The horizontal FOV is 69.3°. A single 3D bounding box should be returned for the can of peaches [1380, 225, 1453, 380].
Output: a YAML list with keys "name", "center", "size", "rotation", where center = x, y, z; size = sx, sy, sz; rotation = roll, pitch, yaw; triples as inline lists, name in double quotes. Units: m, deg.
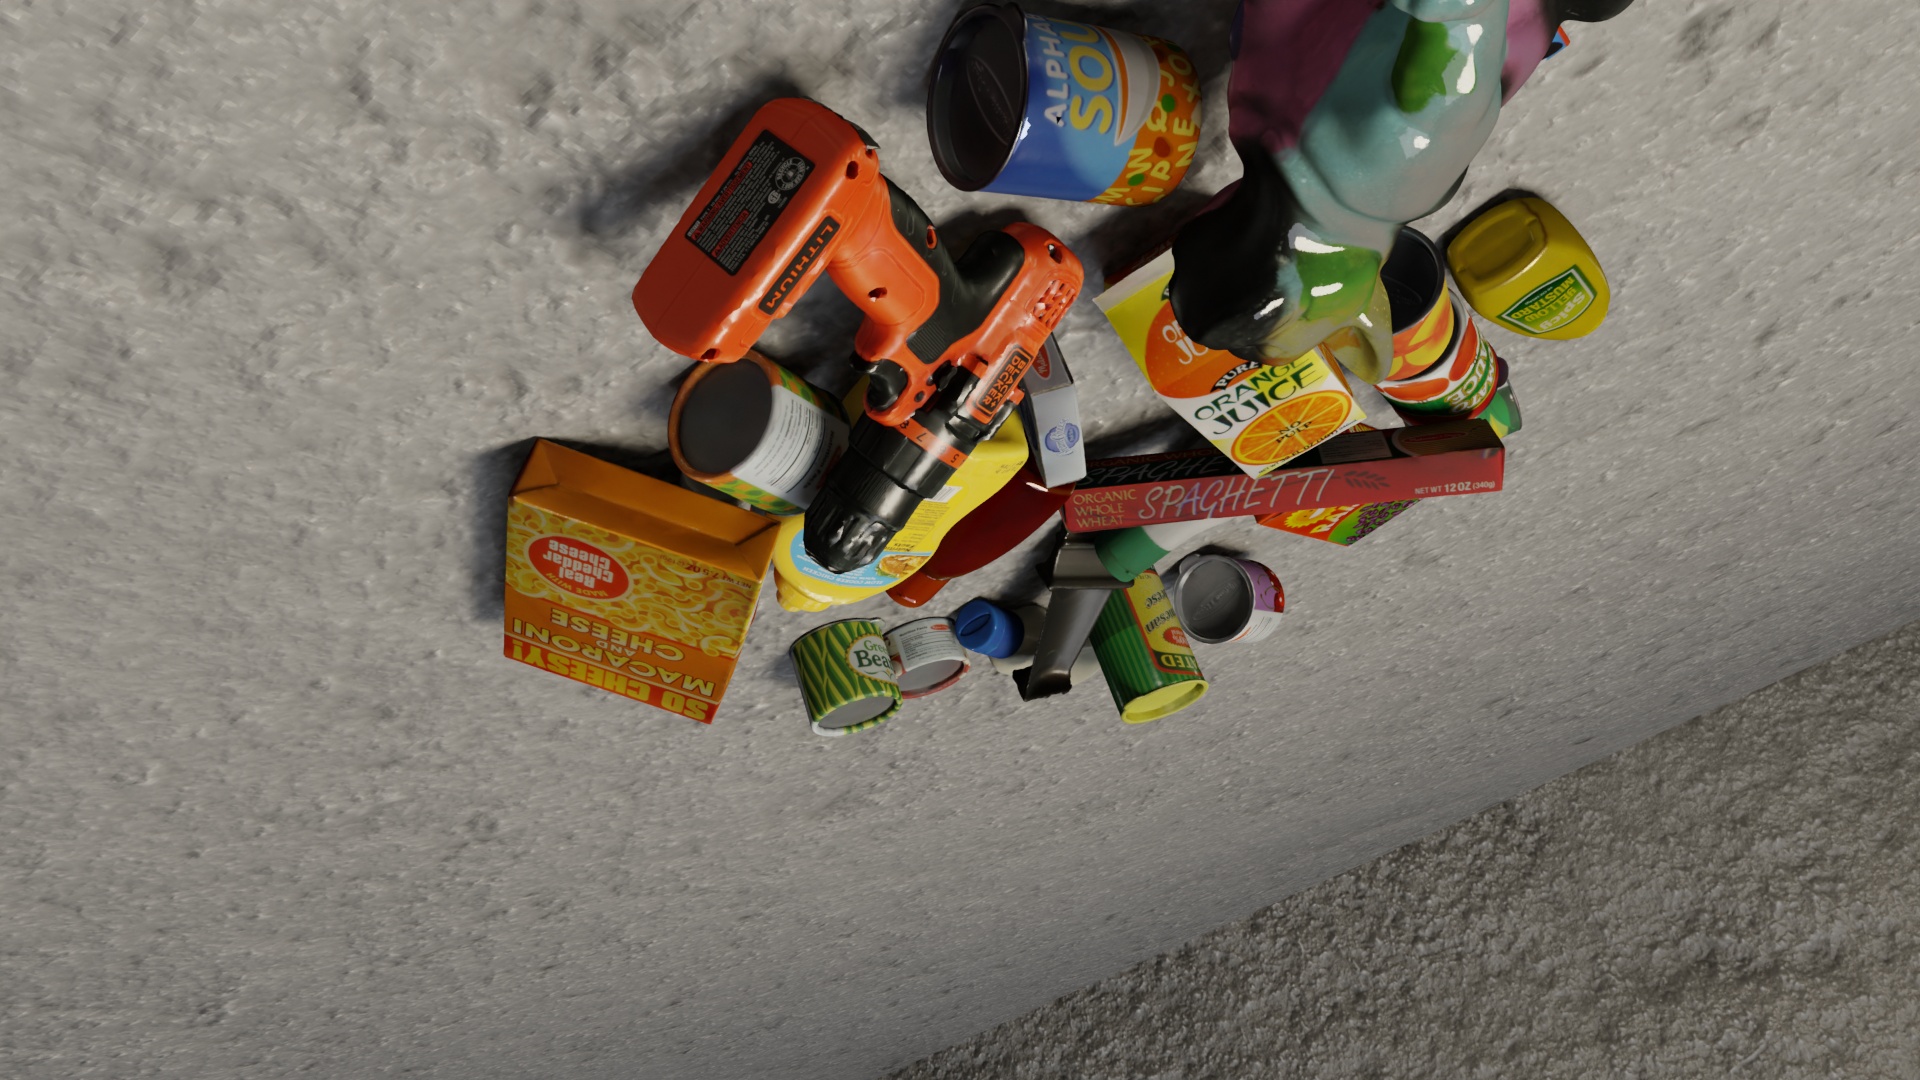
- name: "can of peaches"
  center: [0.223, -0.123, 0.734]
  size: [0.071, 0.071, 0.058]
  rotation: [-27, 154, 14]

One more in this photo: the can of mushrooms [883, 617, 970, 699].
- name: "can of mushrooms"
  center: [-0.029, 0.087, 1.003]
  size: [0.071, 0.033, 0.070]
  rotation: [-17, 154, -9]

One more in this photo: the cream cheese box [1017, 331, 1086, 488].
- name: "cream cheese box"
  center: [0.043, -0.074, 0.719]
  size: [0.024, 0.053, 0.103]
  rotation: [-18, 154, 0]

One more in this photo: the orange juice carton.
- name: "orange juice carton"
  center: [0.136, -0.103, 0.705]
  size: [0.071, 0.073, 0.192]
  rotation: [-30, 152, 20]

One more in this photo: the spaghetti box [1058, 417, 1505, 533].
- name: "spaghetti box"
  center: [0.181, -0.038, 0.808]
  size: [0.250, 0.050, 0.028]
  rotation: [-6, 113, 11]

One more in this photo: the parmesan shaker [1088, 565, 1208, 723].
- name: "parmesan shaker"
  center: [0.127, 0.072, 1.004]
  size: [0.071, 0.103, 0.071]
  rotation: [-17, 154, -8]

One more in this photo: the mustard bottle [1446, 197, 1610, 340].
- name: "mustard bottle"
  center: [0.336, -0.146, 0.793]
  size: [0.065, 0.049, 0.160]
  rotation: [-36, 150, 33]

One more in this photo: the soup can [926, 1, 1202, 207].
- name: "soup can"
  center: [0.041, -0.164, 0.526]
  size: [0.084, 0.071, 0.071]
  rotation: [-3, 149, -32]

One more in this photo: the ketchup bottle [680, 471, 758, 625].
- name: "ketchup bottle"
  center: [-0.136, 0.003, 0.750]
  size: [0.065, 0.044, 0.148]
  rotation: [1, 149, -14]

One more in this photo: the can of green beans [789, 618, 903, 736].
- name: "can of green beans"
  center: [-0.078, 0.095, 0.954]
  size: [0.071, 0.058, 0.071]
  rotation: [-16, 154, -8]

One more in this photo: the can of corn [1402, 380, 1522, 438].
- name: "can of corn"
  center: [0.309, -0.085, 0.870]
  size: [0.058, 0.071, 0.071]
  rotation: [-25, 154, 11]

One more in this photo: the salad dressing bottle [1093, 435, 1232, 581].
- name: "salad dressing bottle"
  center: [0.150, -0.029, 0.880]
  size: [0.147, 0.044, 0.064]
  rotation: [-39, 141, 25]

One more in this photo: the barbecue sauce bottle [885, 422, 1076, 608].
- name: "barbecue sauce bottle"
  center: [0.003, -0.010, 0.818]
  size: [0.065, 0.044, 0.147]
  rotation: [26, 136, -19]

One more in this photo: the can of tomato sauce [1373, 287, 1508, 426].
- name: "can of tomato sauce"
  center: [0.269, -0.106, 0.800]
  size: [0.071, 0.071, 0.083]
  rotation: [-32, 151, 22]

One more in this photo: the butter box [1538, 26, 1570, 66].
- name: "butter box"
  center: [0.215, -0.222, 0.586]
  size: [0.053, 0.024, 0.103]
  rotation: [-34, 151, 28]

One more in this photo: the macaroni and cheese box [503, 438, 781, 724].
- name: "macaroni and cheese box"
  center: [-0.169, 0.027, 0.717]
  size: [0.124, 0.040, 0.165]
  rotation: [20, 145, -7]

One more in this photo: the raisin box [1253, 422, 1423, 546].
- name: "raisin box"
  center: [0.264, -0.038, 0.963]
  size: [0.123, 0.040, 0.085]
  rotation: [11, 141, -46]

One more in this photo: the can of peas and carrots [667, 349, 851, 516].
- name: "can of peas and carrots"
  center: [-0.096, -0.051, 0.652]
  size: [0.071, 0.071, 0.058]
  rotation: [-30, 152, 20]

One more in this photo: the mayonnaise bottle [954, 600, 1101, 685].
- name: "mayonnaise bottle"
  center: [0.052, 0.075, 1.031]
  size: [0.064, 0.041, 0.148]
  rotation: [-34, 150, 23]

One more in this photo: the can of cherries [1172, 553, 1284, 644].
- name: "can of cherries"
  center: [0.201, 0.042, 1.043]
  size: [0.071, 0.071, 0.058]
  rotation: [-36, 156, 29]
